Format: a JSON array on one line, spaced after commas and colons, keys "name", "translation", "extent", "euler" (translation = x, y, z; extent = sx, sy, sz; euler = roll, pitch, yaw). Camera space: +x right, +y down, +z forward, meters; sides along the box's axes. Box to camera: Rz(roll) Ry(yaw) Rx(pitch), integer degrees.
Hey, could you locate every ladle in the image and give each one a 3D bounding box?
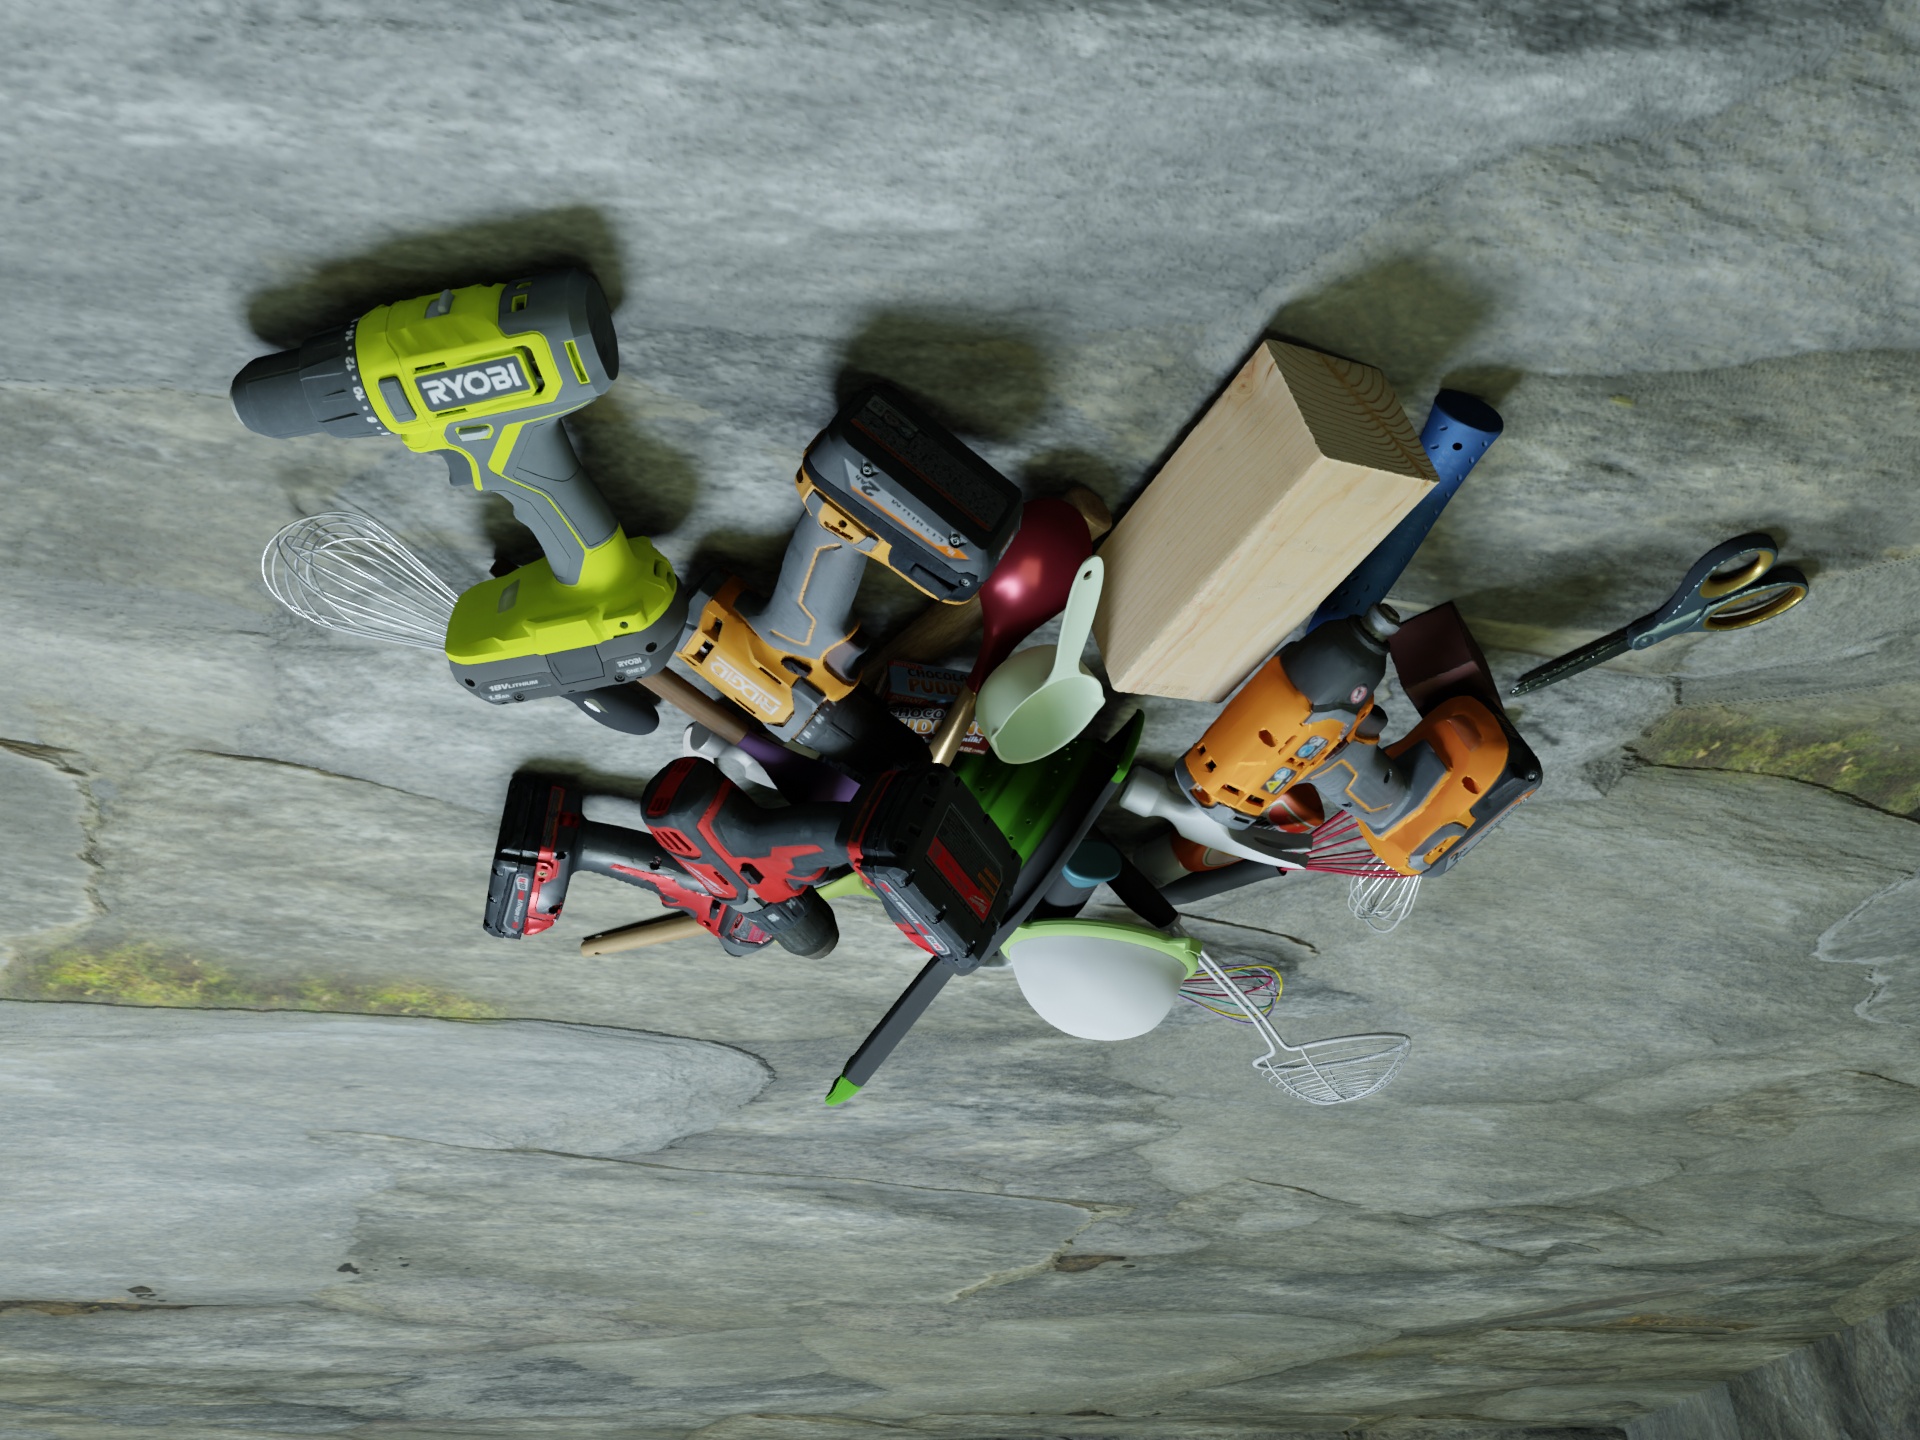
[{"name": "ladle", "translation": [-0.002, -0.003, 1.000], "extent": [0.069, 0.031, 0.315], "euler": [14, 126, -20]}, {"name": "ladle", "translation": [-0.161, 0.163, 1.274], "extent": [0.320, 0.062, 0.078], "euler": [-14, 146, 14]}]

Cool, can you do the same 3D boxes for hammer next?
[{"name": "hammer", "translation": [-0.029, -0.045, 1.038], "extent": [0.130, 0.031, 0.331], "euler": [26, 132, -35]}, {"name": "hammer", "translation": [0.240, -0.043, 1.050], "extent": [0.144, 0.035, 0.405], "euler": [25, 135, 1]}, {"name": "hammer", "translation": [0.073, 0.148, 1.229], "extent": [0.128, 0.033, 0.330], "euler": [-3, 161, -7]}]

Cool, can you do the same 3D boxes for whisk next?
[{"name": "whisk", "translation": [0.268, 0.107, 1.247], "extent": [0.296, 0.073, 0.073], "euler": [-20, 142, 33]}, {"name": "whisk", "translation": [0.193, 0.228, 1.396], "extent": [0.244, 0.051, 0.047], "euler": [12, 133, -33]}, {"name": "whisk", "translation": [-0.295, -0.048, 0.980], "extent": [0.070, 0.070, 0.284], "euler": [-29, 142, 27]}, {"name": "whisk", "translation": [0.370, 0.085, 1.255], "extent": [0.057, 0.059, 0.246], "euler": [-5, 140, -22]}]

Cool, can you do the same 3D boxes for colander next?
[{"name": "colander", "translation": [-0.021, 0.128, 1.143], "extent": [0.094, 0.204, 0.397], "euler": [35, 116, -2]}]

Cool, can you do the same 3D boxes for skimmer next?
[{"name": "skimmer", "translation": [0.213, 0.181, 1.262], "extent": [0.363, 0.090, 0.127], "euler": [46, 136, -13]}]

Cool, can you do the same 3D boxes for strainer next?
[{"name": "strainer", "translation": [0.105, 0.224, 1.240], "extent": [0.151, 0.069, 0.256], "euler": [5, 155, 7]}]

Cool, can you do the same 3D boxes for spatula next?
[{"name": "spatula", "translation": [-0.159, -0.004, 1.000], "extent": [0.315, 0.018, 0.059], "euler": [37, 135, -18]}]

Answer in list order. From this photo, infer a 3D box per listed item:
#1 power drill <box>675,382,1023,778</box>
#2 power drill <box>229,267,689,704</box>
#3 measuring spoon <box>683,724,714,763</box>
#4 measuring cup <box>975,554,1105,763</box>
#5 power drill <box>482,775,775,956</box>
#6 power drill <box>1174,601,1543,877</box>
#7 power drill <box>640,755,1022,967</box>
[{"name": "power drill", "translation": [-0.054, -0.061, 0.927], "extent": [0.185, 0.084, 0.226], "euler": [38, 131, -7]}, {"name": "power drill", "translation": [-0.256, -0.120, 0.852], "extent": [0.190, 0.080, 0.228], "euler": [-11, 132, 4]}, {"name": "measuring spoon", "translation": [-0.184, 0.043, 1.149], "extent": [0.034, 0.018, 0.124], "euler": [2, 136, 2]}, {"name": "measuring cup", "translation": [0.052, -0.043, 0.933], "extent": [0.083, 0.038, 0.167], "euler": [-18, 143, -27]}, {"name": "power drill", "translation": [-0.230, 0.119, 1.169], "extent": [0.219, 0.079, 0.143], "euler": [11, 140, -13]}, {"name": "power drill", "translation": [0.263, 0.013, 0.999], "extent": [0.226, 0.084, 0.164], "euler": [18, 124, -37]}, {"name": "power drill", "translation": [-0.076, 0.099, 1.010], "extent": [0.227, 0.080, 0.187], "euler": [0, 141, 37]}]
